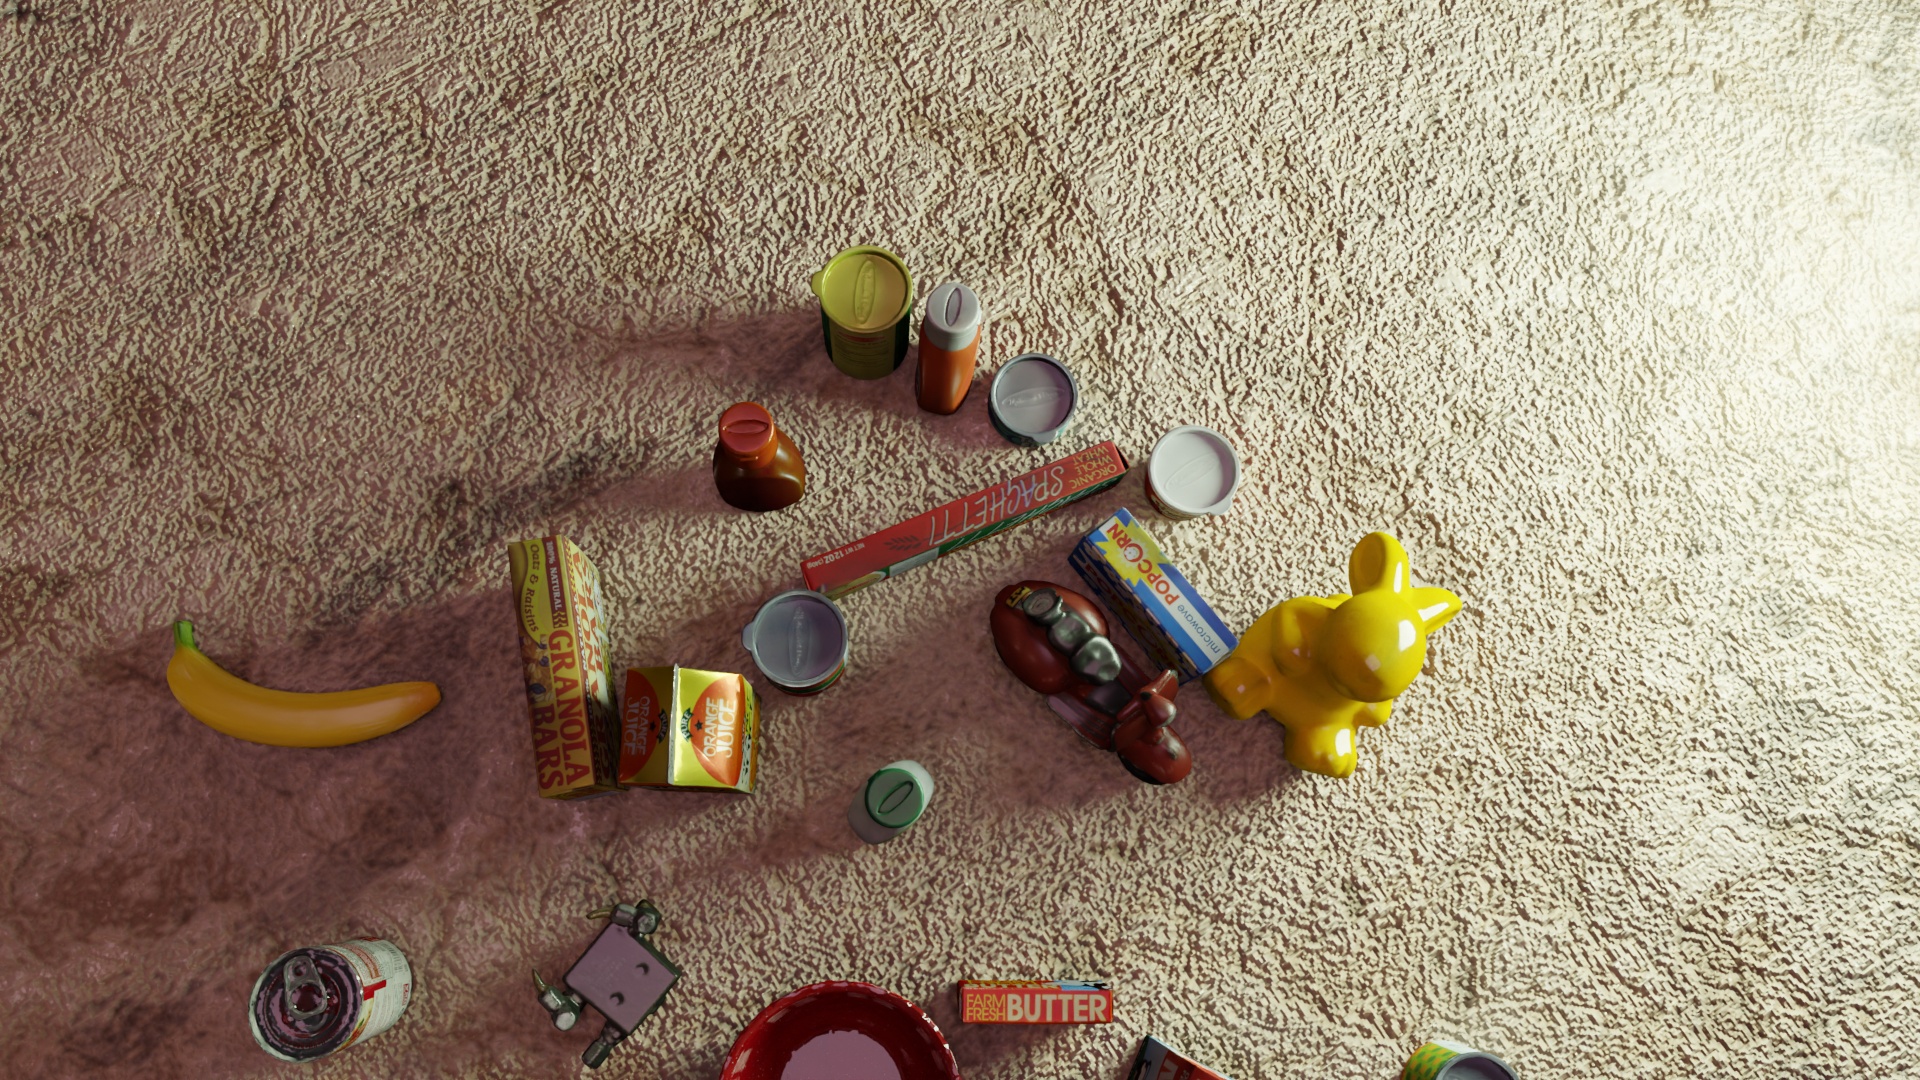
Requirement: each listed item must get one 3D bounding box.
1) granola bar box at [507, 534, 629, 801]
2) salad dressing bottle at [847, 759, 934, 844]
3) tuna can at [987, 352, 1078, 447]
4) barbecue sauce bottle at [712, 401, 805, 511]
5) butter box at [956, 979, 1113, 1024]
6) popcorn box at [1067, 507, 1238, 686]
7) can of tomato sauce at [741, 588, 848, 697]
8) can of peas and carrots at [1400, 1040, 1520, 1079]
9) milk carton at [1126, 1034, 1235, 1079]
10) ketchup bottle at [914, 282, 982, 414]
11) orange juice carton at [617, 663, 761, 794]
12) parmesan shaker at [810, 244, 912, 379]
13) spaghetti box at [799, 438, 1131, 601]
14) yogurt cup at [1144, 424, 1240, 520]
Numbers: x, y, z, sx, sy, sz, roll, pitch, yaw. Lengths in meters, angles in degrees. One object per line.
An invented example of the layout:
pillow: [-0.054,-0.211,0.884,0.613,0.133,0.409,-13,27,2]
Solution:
granola bar box: [-0.262,0.089,0.936,0.039,0.124,0.166,-10,78,-6]
salad dressing bottle: [-0.045,0.172,0.920,0.064,0.147,0.044,-41,83,-11]
tuna can: [0.055,-0.103,1.047,0.071,0.032,0.071,1,77,-4]
barbecue sauce bottle: [-0.142,-0.057,0.964,0.065,0.148,0.044,-3,78,-4]
butter box: [0.049,0.313,0.943,0.103,0.053,0.024,1,78,-3]
popcorn box: [0.135,0.043,0.993,0.038,0.085,0.127,-38,83,-10]
can of tomato sauce: [-0.113,0.074,0.970,0.071,0.083,0.071,1,78,-3]
can of peas and carrots: [0.339,0.380,0.944,0.071,0.058,0.071,1,78,-4]
milk carton: [0.152,0.369,0.867,0.073,0.190,0.072,27,78,2]
ketchup bottle: [-0.008,-0.140,0.991,0.043,0.148,0.065,11,78,-1]
orange juice carton: [-0.174,0.125,0.899,0.073,0.192,0.072,3,78,-3]
parmesan shaker: [-0.072,-0.165,1.016,0.071,0.103,0.071,1,78,-3]
spaghetti box: [0.004,-0.013,1.014,0.250,0.050,0.029,-22,80,-8]
yogurt cup: [0.168,-0.047,1.031,0.072,0.054,0.072,1,78,-4]
